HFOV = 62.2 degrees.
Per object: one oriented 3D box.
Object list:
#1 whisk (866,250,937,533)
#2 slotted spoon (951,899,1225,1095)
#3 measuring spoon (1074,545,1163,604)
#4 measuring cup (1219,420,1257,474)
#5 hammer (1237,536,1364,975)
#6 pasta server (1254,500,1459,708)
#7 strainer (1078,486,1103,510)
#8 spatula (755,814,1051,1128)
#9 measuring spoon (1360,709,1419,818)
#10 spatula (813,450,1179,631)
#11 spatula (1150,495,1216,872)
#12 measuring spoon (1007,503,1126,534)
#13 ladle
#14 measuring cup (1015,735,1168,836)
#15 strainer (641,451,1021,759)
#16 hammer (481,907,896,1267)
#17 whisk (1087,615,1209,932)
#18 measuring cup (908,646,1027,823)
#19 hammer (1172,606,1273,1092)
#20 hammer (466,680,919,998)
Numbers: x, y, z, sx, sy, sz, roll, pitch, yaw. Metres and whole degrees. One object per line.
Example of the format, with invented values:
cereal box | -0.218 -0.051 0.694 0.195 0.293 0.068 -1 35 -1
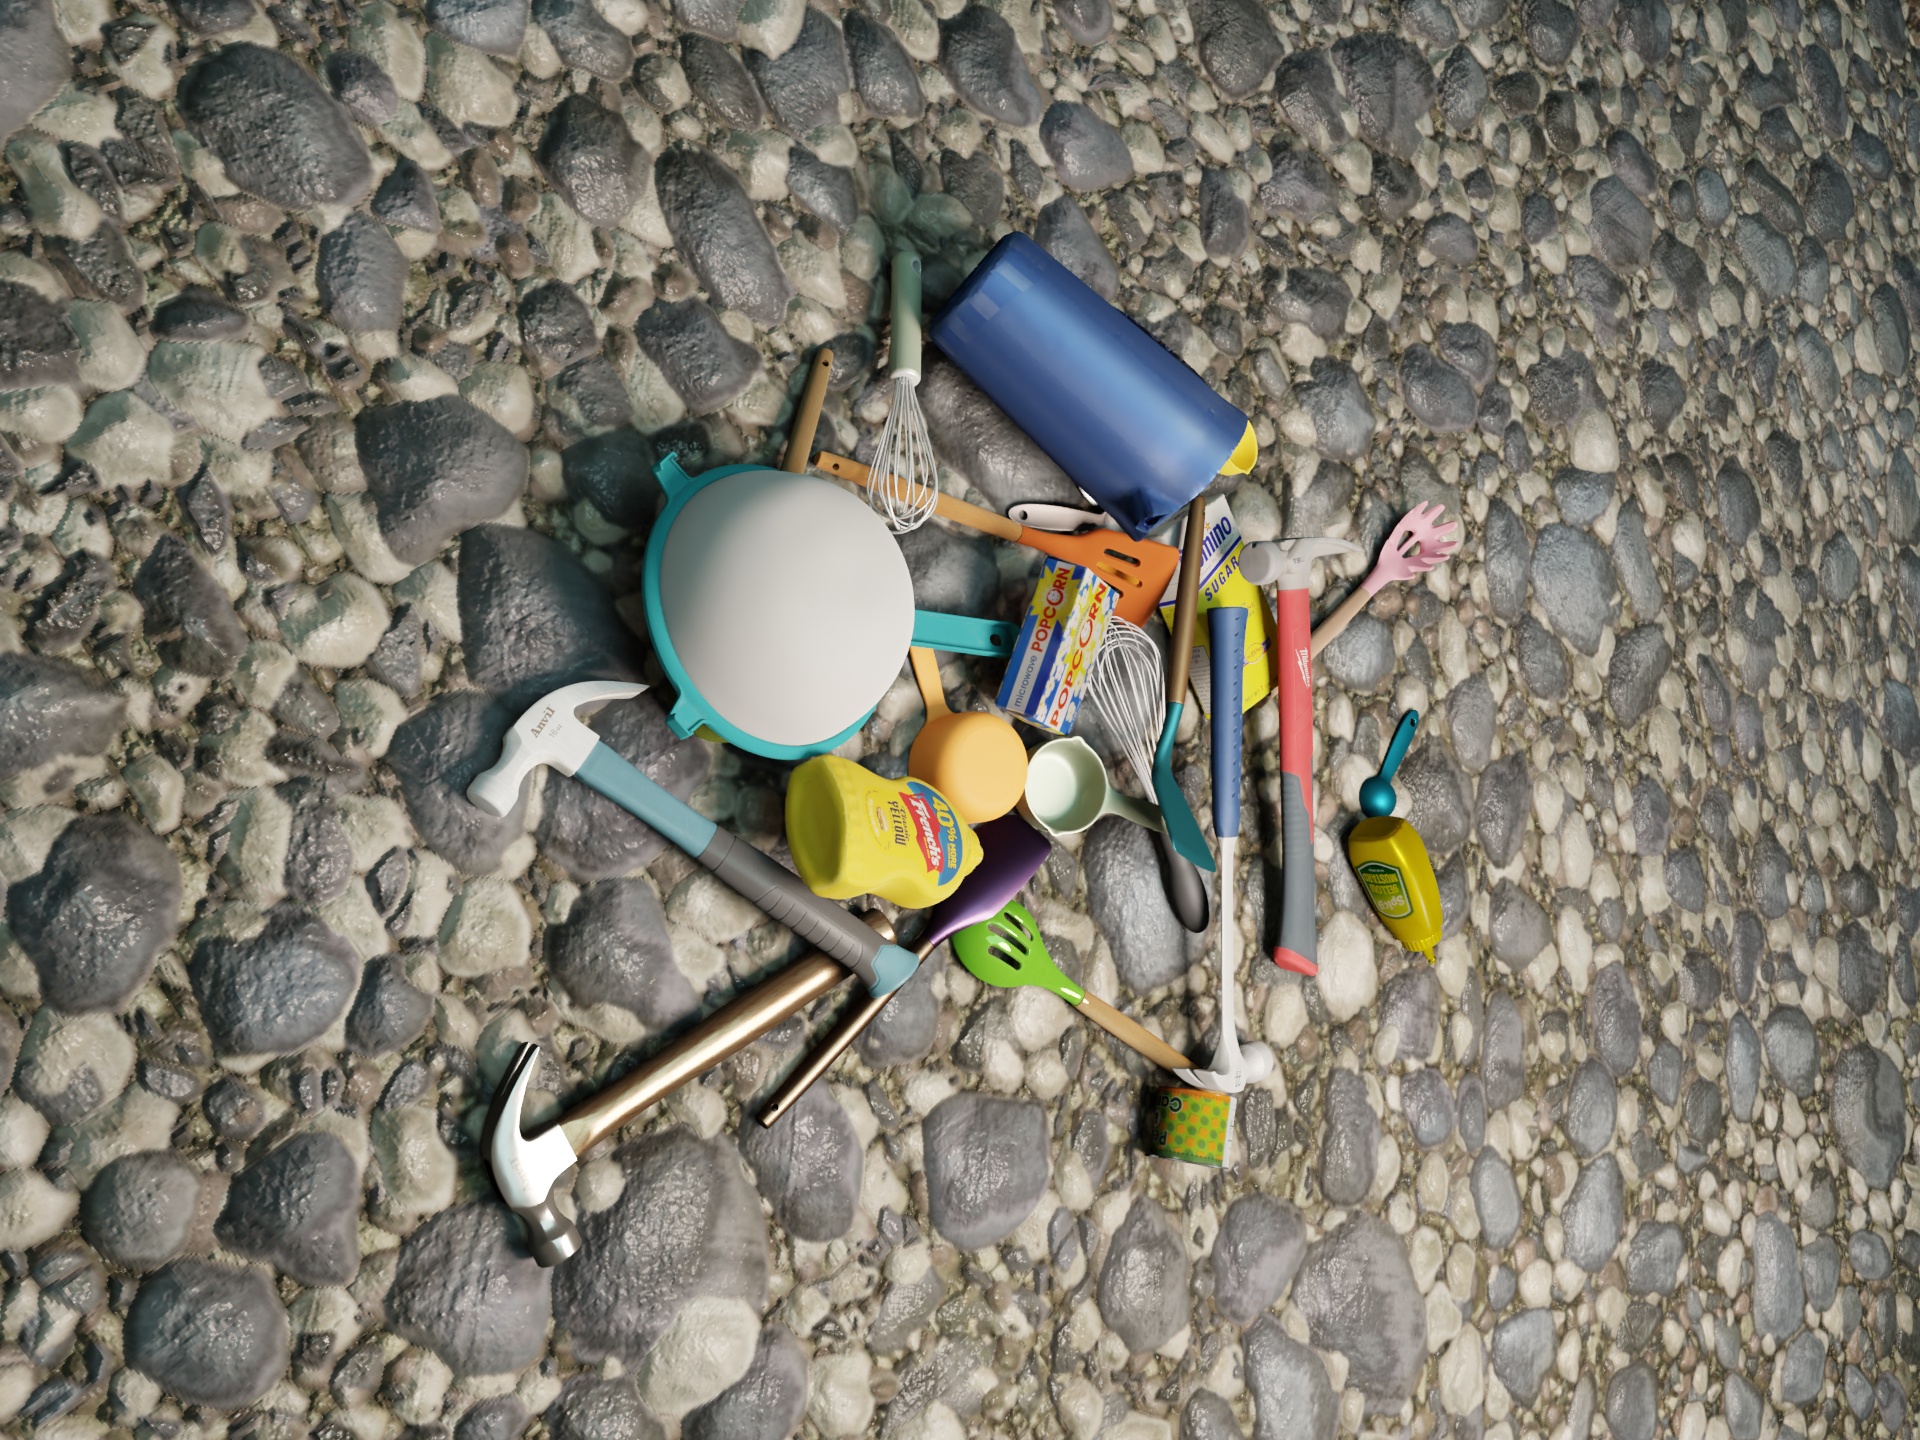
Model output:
whisk | -0.044 -0.254 1.216 0.057 0.059 0.246 34 51 -56
slotted spoon | 0.114 0.235 1.295 0.313 0.031 0.070 38 62 -27
measuring spoon | 0.139 -0.124 1.366 0.116 0.011 0.021 24 68 -34
measuring cup | 0.207 -0.236 1.400 0.156 0.029 0.062 -21 97 -43
hammer | 0.306 0.032 1.407 0.143 0.038 0.386 -9 100 -42
pasta server | 0.373 -0.108 1.508 0.316 0.040 0.060 -41 96 -30
strainer | 0.089 -0.262 1.330 0.258 0.050 0.087 41 76 -20
spatula | -0.043 0.183 1.192 0.060 0.018 0.316 39 62 11
measuring spoon | 0.423 0.040 1.533 0.042 0.021 0.129 42 64 -24
spatula | 0.029 -0.154 1.270 0.322 0.041 0.081 16 112 -29
spatula | 0.188 -0.037 1.294 0.082 0.044 0.318 29 64 -52
measuring spoon | 0.091 -0.167 1.336 0.124 0.018 0.034 3 86 -28
ladle | -0.140 -0.134 1.159 0.078 0.062 0.320 23 65 -24
measuring cup | 0.115 0.067 1.297 0.167 0.038 0.083 20 78 -25
strainer | -0.055 -0.080 1.120 0.340 0.095 0.211 5 74 -42
hammer | -0.176 0.221 1.092 0.331 0.031 0.130 -31 102 -34
whisk | 0.162 0.049 1.336 0.070 0.070 0.284 -25 103 -34
measuring cup | -0.002 -0.004 1.225 0.095 0.052 0.173 -21 98 -35
hammer | 0.221 0.108 1.328 0.144 0.035 0.405 2 88 -59
hammer | -0.165 0.092 1.093 0.330 0.033 0.128 38 62 -18
